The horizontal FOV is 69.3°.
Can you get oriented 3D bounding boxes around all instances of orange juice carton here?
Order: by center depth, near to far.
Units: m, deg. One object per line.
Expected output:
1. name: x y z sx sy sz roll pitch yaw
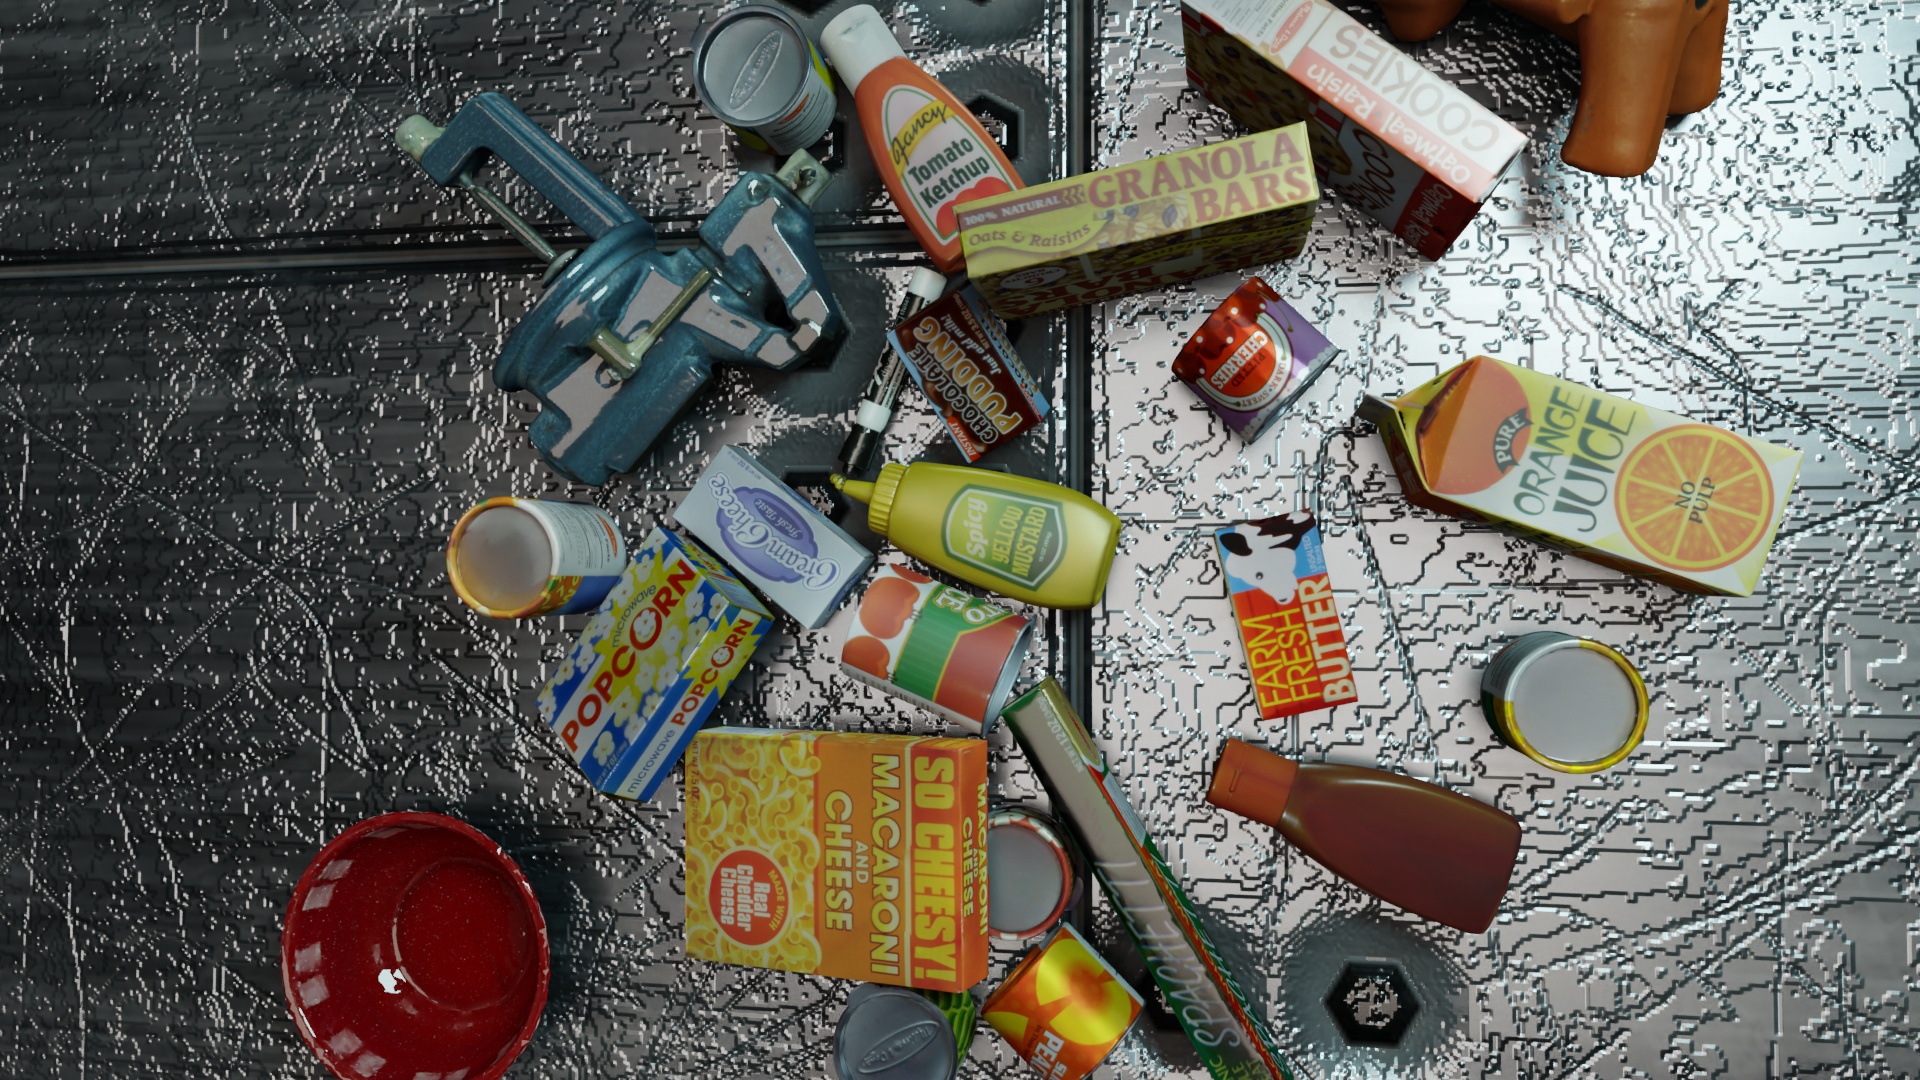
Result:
1. orange juice carton: 0.289 -0.037 0.681 0.193 0.072 0.073 19 91 10

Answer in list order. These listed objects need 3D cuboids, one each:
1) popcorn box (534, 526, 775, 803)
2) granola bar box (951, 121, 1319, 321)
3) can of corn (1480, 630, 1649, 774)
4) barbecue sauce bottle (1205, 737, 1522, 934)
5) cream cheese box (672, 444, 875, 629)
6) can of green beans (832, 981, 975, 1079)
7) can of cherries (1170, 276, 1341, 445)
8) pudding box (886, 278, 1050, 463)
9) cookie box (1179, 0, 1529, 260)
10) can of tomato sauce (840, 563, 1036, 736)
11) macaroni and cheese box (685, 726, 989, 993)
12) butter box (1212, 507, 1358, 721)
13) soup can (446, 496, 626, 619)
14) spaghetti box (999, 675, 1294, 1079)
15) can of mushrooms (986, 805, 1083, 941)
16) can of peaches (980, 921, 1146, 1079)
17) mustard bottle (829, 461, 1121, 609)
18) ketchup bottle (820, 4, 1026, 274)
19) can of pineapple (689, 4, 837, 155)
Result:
1. popcorn box: -0.169 0.067 0.759 0.085 0.038 0.126 39 96 40
2. granola bar box: 0.089 -0.153 0.693 0.165 0.124 0.039 -11 87 10
3. can of corn: 0.297 0.080 0.682 0.071 0.058 0.071 0 89 11
4. barbecue sauce bottle: 0.201 0.143 0.705 0.148 0.043 0.065 20 92 11
5. cream cheese box: -0.104 -0.002 0.774 0.104 0.024 0.053 38 96 9
6. can of green beans: -0.028 0.261 0.735 0.071 0.058 0.071 0 89 10
7. can of cherries: 0.149 -0.092 0.707 0.058 0.071 0.071 45 96 8
8. pudding box: 0.004 -0.090 0.740 0.049 0.030 0.083 -28 101 22
9. cookie box: 0.185 -0.210 0.678 0.167 0.123 0.040 39 96 9
10. can of tomato sauce: -0.011 0.055 0.734 0.083 0.071 0.071 22 93 11
11. macaroni and cheese box: -0.067 0.164 0.735 0.166 0.040 0.123 -1 88 25
12. butter box: 0.169 0.038 0.724 0.053 0.024 0.103 -14 86 10
13. soup can: -0.235 0.011 0.766 0.071 0.084 0.071 0 89 11
14. spaghetti box: 0.098 0.186 0.719 0.028 0.050 0.250 -32 83 10
15. can of mushrooms: 0.031 0.178 0.740 0.071 0.033 0.071 0 87 10
16. can of peaches: 0.051 0.242 0.716 0.058 0.071 0.071 45 96 9
17. mustard bottle: 0.003 -0.009 0.742 0.160 0.049 0.065 16 90 10
18. ketchup bottle: -0.023 -0.221 0.756 0.065 0.043 0.149 -33 83 0
19. can of pineapple: -0.107 -0.253 0.765 0.071 0.058 0.071 0 88 10
